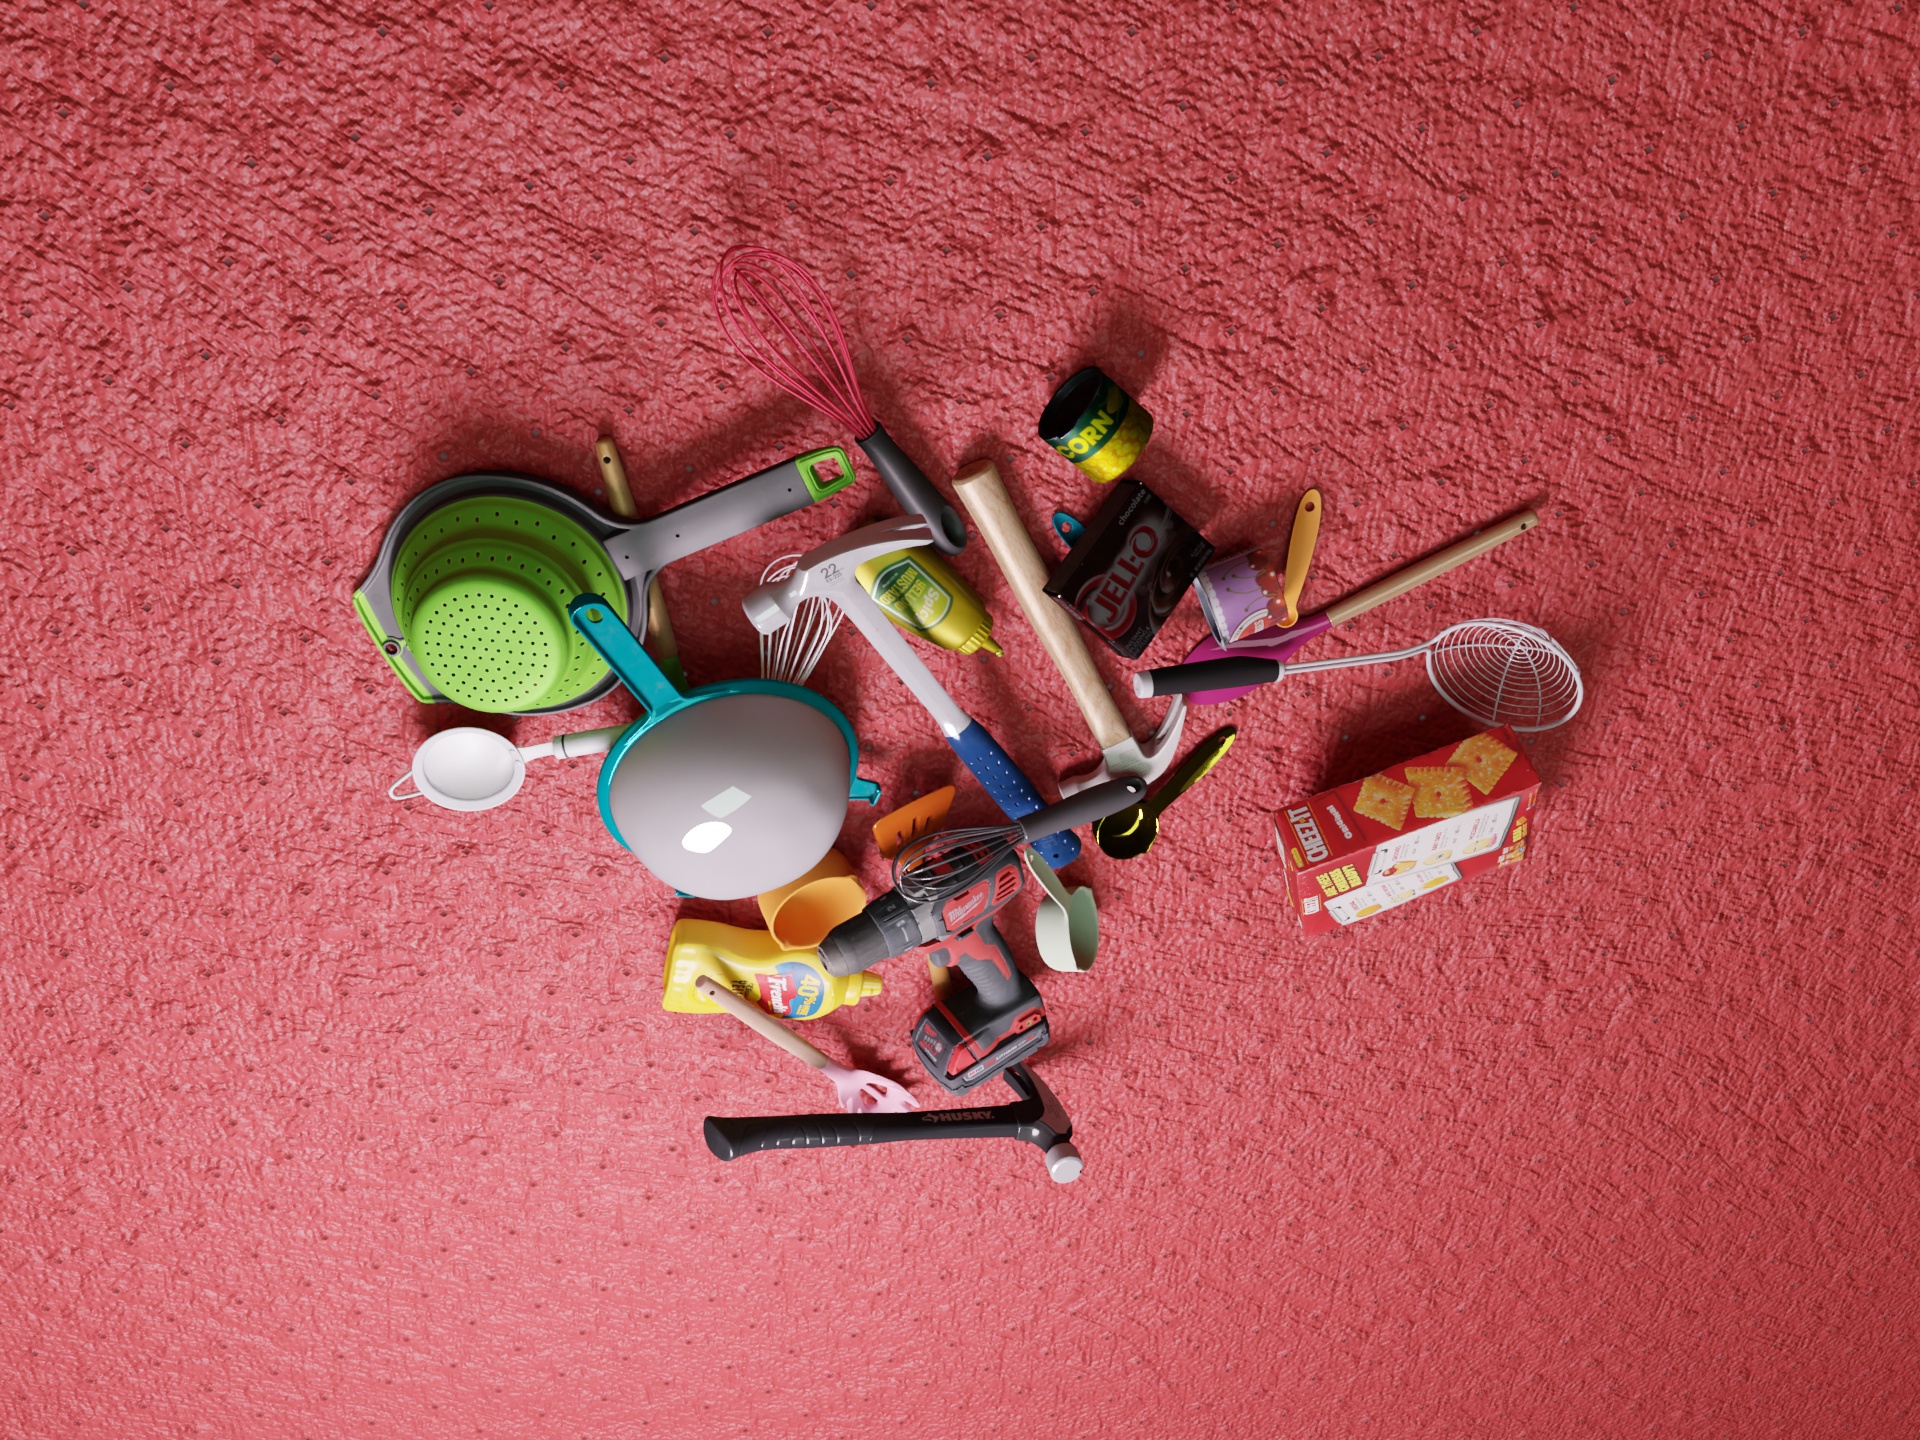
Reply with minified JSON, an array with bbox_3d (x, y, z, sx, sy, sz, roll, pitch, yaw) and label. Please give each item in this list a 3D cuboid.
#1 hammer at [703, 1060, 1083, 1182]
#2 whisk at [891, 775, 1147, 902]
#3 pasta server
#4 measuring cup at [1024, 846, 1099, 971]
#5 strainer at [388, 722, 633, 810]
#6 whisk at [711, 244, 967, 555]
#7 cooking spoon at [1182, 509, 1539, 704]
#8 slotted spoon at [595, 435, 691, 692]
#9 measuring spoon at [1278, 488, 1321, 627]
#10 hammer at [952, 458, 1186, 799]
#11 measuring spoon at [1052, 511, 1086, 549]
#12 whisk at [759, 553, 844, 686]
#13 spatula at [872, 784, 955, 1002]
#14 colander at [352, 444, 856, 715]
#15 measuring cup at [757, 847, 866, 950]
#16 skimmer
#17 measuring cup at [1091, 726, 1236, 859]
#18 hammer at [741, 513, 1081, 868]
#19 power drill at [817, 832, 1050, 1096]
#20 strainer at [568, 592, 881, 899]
[{"bbox_3d":[-0.065,0.365,1.443,0.334,0.146,0.035,2,118,-18],"label":"hammer"},{"bbox_3d":[0.052,0.093,1.307,0.239,0.055,0.055,-20,124,-19],"label":"whisk"},{"bbox_3d":[-0.137,0.304,1.439,0.060,0.040,0.315,-43,135,1],"label":"pasta server"},{"bbox_3d":[0.076,0.160,1.390,0.038,0.083,0.167,-6,140,26],"label":"measuring cup"},{"bbox_3d":[-0.324,0.022,1.263,0.258,0.050,0.086,-10,131,2],"label":"strainer"},{"bbox_3d":[-0.078,-0.224,1.155,0.073,0.073,0.295,-33,126,11],"label":"whisk"},{"bbox_3d":[0.328,-0.096,1.318,0.319,0.017,0.068,-27,120,8],"label":"cooking spoon"},{"bbox_3d":[-0.237,-0.073,1.240,0.070,0.031,0.313,-10,121,1],"label":"slotted spoon"},{"bbox_3d":[0.273,-0.132,1.289,0.021,0.011,0.116,6,111,-7],"label":"measuring spoon"},{"bbox_3d":[0.083,-0.070,1.289,0.130,0.031,0.331,-26,121,8],"label":"hammer"},{"bbox_3d":[0.116,-0.122,1.274,0.128,0.021,0.042,43,86,-19],"label":"measuring spoon"},{"bbox_3d":[-0.148,-0.013,1.278,0.070,0.070,0.284,9,124,-14],"label":"whisk"},{"bbox_3d":[-0.024,0.189,1.424,0.081,0.041,0.322,-25,127,-21],"label":"spatula"},{"bbox_3d":[-0.262,-0.102,1.155,0.397,0.095,0.204,-21,117,10],"label":"colander"},{"bbox_3d":[-0.105,0.160,1.396,0.095,0.052,0.173,-47,141,16],"label":"measuring cup"},{"bbox_3d":[0.325,-0.024,1.304,0.363,0.090,0.127,-6,149,-11],"label":"skimmer"},{"bbox_3d":[0.178,0.057,1.391,0.156,0.029,0.062,-44,118,4],"label":"measuring cup"},{"bbox_3d":[-0.002,-0.004,1.265,0.144,0.035,0.405,-31,132,9],"label":"hammer"},{"bbox_3d":[-0.019,0.221,1.384,0.188,0.080,0.226,-28,129,-18],"label":"power drill"},{"bbox_3d":[-0.193,0.038,1.197,0.211,0.095,0.340,-27,139,3],"label":"strainer"}]
